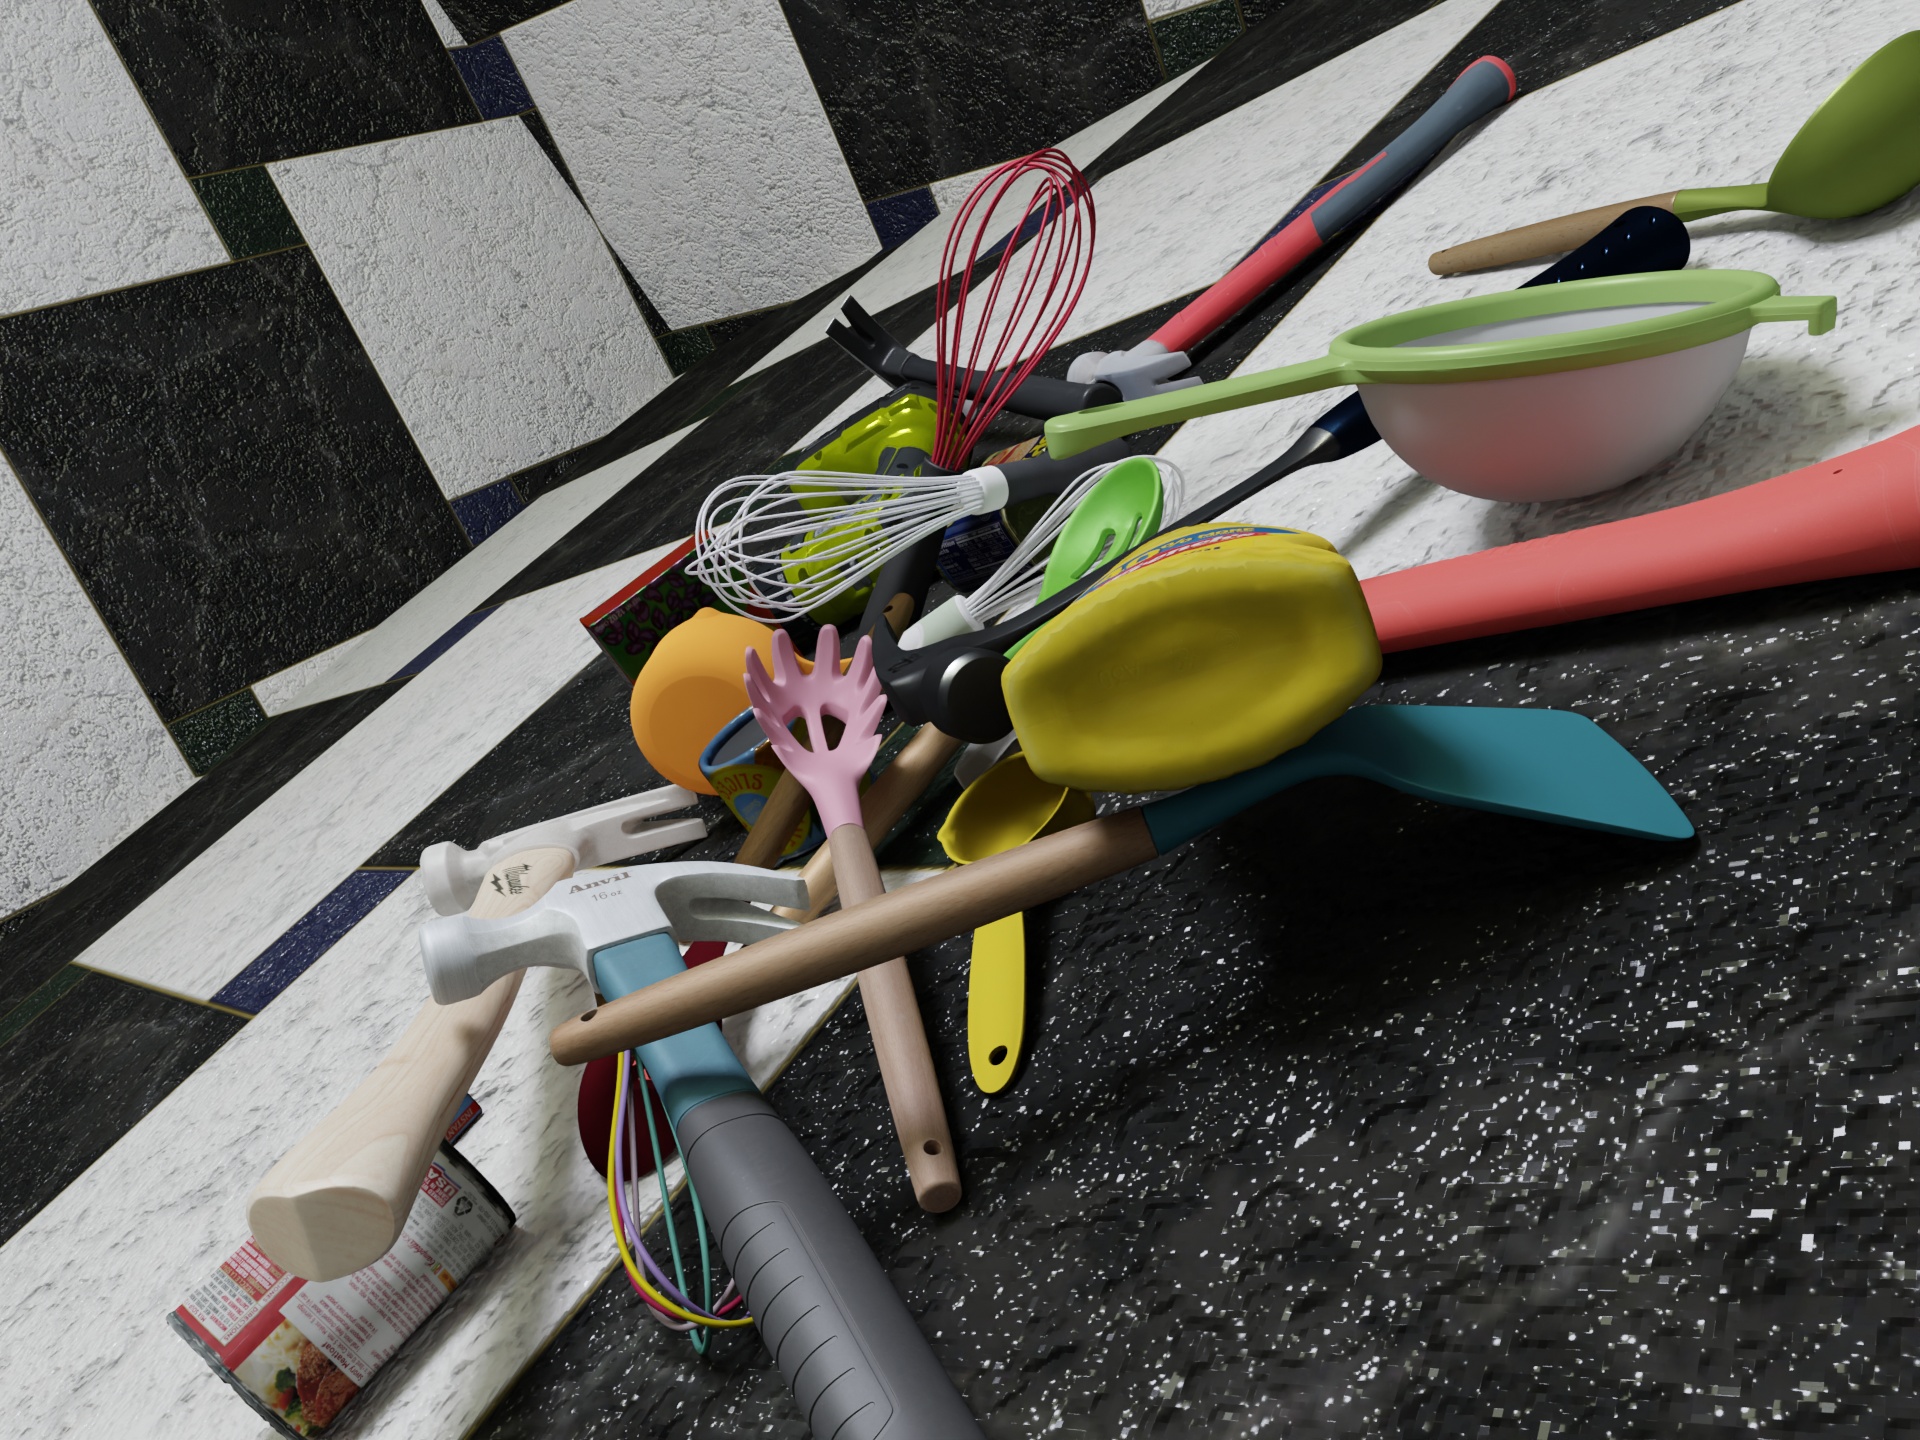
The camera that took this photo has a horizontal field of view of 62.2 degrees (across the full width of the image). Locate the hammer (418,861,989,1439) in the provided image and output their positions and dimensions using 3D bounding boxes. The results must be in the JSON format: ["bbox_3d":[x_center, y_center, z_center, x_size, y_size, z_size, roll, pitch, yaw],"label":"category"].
[{"bbox_3d":[-0.064,0.122,0.451,0.128,0.033,0.331,-15,26,-21],"label":"hammer"}]

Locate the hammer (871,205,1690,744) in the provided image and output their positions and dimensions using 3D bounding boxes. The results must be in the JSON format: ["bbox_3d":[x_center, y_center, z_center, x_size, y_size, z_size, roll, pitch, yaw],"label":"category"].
[{"bbox_3d":[0.138,-0.111,0.666,0.405,0.035,0.144,-32,16,-14],"label":"hammer"}]

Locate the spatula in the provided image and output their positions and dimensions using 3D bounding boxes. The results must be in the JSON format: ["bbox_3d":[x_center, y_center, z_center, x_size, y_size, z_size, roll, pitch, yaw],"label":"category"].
[{"bbox_3d":[0.033,0.050,0.448,0.317,0.044,0.082,-20,23,7],"label":"spatula"}]

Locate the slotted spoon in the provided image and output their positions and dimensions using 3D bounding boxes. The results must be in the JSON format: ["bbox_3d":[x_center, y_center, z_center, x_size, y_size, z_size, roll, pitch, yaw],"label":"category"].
[{"bbox_3d":[-0.001,-0.002,0.710,0.314,0.031,0.070,-50,25,-20],"label":"slotted spoon"}]

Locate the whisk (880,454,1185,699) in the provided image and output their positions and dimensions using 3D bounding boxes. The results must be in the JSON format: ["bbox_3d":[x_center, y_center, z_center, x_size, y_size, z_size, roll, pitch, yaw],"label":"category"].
[{"bbox_3d":[0.011,-0.060,0.825,0.246,0.059,0.058,-34,47,16],"label":"whisk"}]

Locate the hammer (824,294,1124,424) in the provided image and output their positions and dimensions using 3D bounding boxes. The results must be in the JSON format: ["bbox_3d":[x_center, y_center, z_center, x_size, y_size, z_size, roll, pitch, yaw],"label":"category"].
[{"bbox_3d":[0.015,-0.240,1.131,0.035,0.146,0.335,-57,30,-1],"label":"hammer"}]

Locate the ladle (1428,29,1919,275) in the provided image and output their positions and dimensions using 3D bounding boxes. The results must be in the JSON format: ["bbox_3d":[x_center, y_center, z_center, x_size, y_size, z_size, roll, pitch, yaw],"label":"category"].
[{"bbox_3d":[0.316,-0.248,0.746,0.078,0.062,0.320,-32,16,-13],"label":"ladle"}]

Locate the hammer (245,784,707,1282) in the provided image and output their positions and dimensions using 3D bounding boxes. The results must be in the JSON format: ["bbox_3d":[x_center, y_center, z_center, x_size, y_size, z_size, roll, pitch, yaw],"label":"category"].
[{"bbox_3d":[-0.188,0.103,0.655,0.146,0.038,0.411,-16,13,-3],"label":"hammer"}]

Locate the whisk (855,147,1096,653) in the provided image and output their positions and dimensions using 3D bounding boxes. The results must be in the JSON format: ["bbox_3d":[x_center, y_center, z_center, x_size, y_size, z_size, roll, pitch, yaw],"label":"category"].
[{"bbox_3d":[-0.002,-0.152,0.834,0.073,0.073,0.295,-93,22,-67],"label":"whisk"}]

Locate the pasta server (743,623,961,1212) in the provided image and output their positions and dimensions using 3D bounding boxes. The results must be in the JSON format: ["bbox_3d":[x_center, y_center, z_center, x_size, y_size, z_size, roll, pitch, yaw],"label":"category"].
[{"bbox_3d":[-0.038,0.052,0.584,0.060,0.040,0.317,-6,31,-10],"label":"pasta server"}]

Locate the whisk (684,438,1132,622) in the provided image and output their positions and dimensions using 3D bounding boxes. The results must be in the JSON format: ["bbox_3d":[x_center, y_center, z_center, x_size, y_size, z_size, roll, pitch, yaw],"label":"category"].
[{"bbox_3d":[-0.013,-0.107,0.781,0.284,0.070,0.070,-21,7,-40],"label":"whisk"}]

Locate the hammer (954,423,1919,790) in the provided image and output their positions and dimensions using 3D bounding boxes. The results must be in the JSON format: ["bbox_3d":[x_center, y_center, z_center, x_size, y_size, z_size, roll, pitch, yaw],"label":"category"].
[{"bbox_3d":[0.150,-0.033,0.553,0.359,0.036,0.149,-10,32,50],"label":"hammer"}]

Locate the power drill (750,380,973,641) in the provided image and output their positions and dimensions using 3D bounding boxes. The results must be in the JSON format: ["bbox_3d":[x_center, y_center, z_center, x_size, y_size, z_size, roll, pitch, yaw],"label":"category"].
[{"bbox_3d":[-0.075,-0.135,1.085,0.190,0.080,0.229,-28,24,19],"label":"power drill"}]

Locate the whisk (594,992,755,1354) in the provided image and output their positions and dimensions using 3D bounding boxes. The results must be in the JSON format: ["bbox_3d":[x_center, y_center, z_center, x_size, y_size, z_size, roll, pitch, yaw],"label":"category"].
[{"bbox_3d":[-0.106,0.122,0.550,0.047,0.051,0.245,-14,29,-14],"label":"whisk"}]

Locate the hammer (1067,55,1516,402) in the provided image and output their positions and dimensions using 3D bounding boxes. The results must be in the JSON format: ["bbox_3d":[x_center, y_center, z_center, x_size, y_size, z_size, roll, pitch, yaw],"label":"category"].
[{"bbox_3d":[0.247,-0.333,1.071,0.386,0.038,0.143,-40,22,-13],"label":"hammer"}]

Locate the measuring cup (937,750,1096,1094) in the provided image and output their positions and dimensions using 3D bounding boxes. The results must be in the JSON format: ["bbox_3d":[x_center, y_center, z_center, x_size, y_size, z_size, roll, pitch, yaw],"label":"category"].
[{"bbox_3d":[0.021,0.072,0.555,0.062,0.029,0.157,-26,34,24],"label":"measuring cup"}]

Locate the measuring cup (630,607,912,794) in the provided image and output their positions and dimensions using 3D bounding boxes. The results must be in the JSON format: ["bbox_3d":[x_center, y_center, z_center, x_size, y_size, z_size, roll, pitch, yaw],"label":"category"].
[{"bbox_3d":[-0.084,-0.010,0.808,0.173,0.095,0.052,-7,23,10],"label":"measuring cup"}]

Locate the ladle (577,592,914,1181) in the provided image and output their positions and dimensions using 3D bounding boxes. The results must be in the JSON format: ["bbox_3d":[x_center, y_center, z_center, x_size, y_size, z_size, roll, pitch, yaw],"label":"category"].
[{"bbox_3d":[-0.080,0.050,0.678,0.069,0.031,0.316,-11,38,36],"label":"ladle"}]

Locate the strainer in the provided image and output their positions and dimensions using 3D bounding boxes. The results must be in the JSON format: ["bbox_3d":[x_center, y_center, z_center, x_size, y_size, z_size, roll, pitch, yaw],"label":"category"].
[{"bbox_3d":[0.161,-0.105,0.574,0.256,0.069,0.152,-12,18,1],"label":"strainer"}]
